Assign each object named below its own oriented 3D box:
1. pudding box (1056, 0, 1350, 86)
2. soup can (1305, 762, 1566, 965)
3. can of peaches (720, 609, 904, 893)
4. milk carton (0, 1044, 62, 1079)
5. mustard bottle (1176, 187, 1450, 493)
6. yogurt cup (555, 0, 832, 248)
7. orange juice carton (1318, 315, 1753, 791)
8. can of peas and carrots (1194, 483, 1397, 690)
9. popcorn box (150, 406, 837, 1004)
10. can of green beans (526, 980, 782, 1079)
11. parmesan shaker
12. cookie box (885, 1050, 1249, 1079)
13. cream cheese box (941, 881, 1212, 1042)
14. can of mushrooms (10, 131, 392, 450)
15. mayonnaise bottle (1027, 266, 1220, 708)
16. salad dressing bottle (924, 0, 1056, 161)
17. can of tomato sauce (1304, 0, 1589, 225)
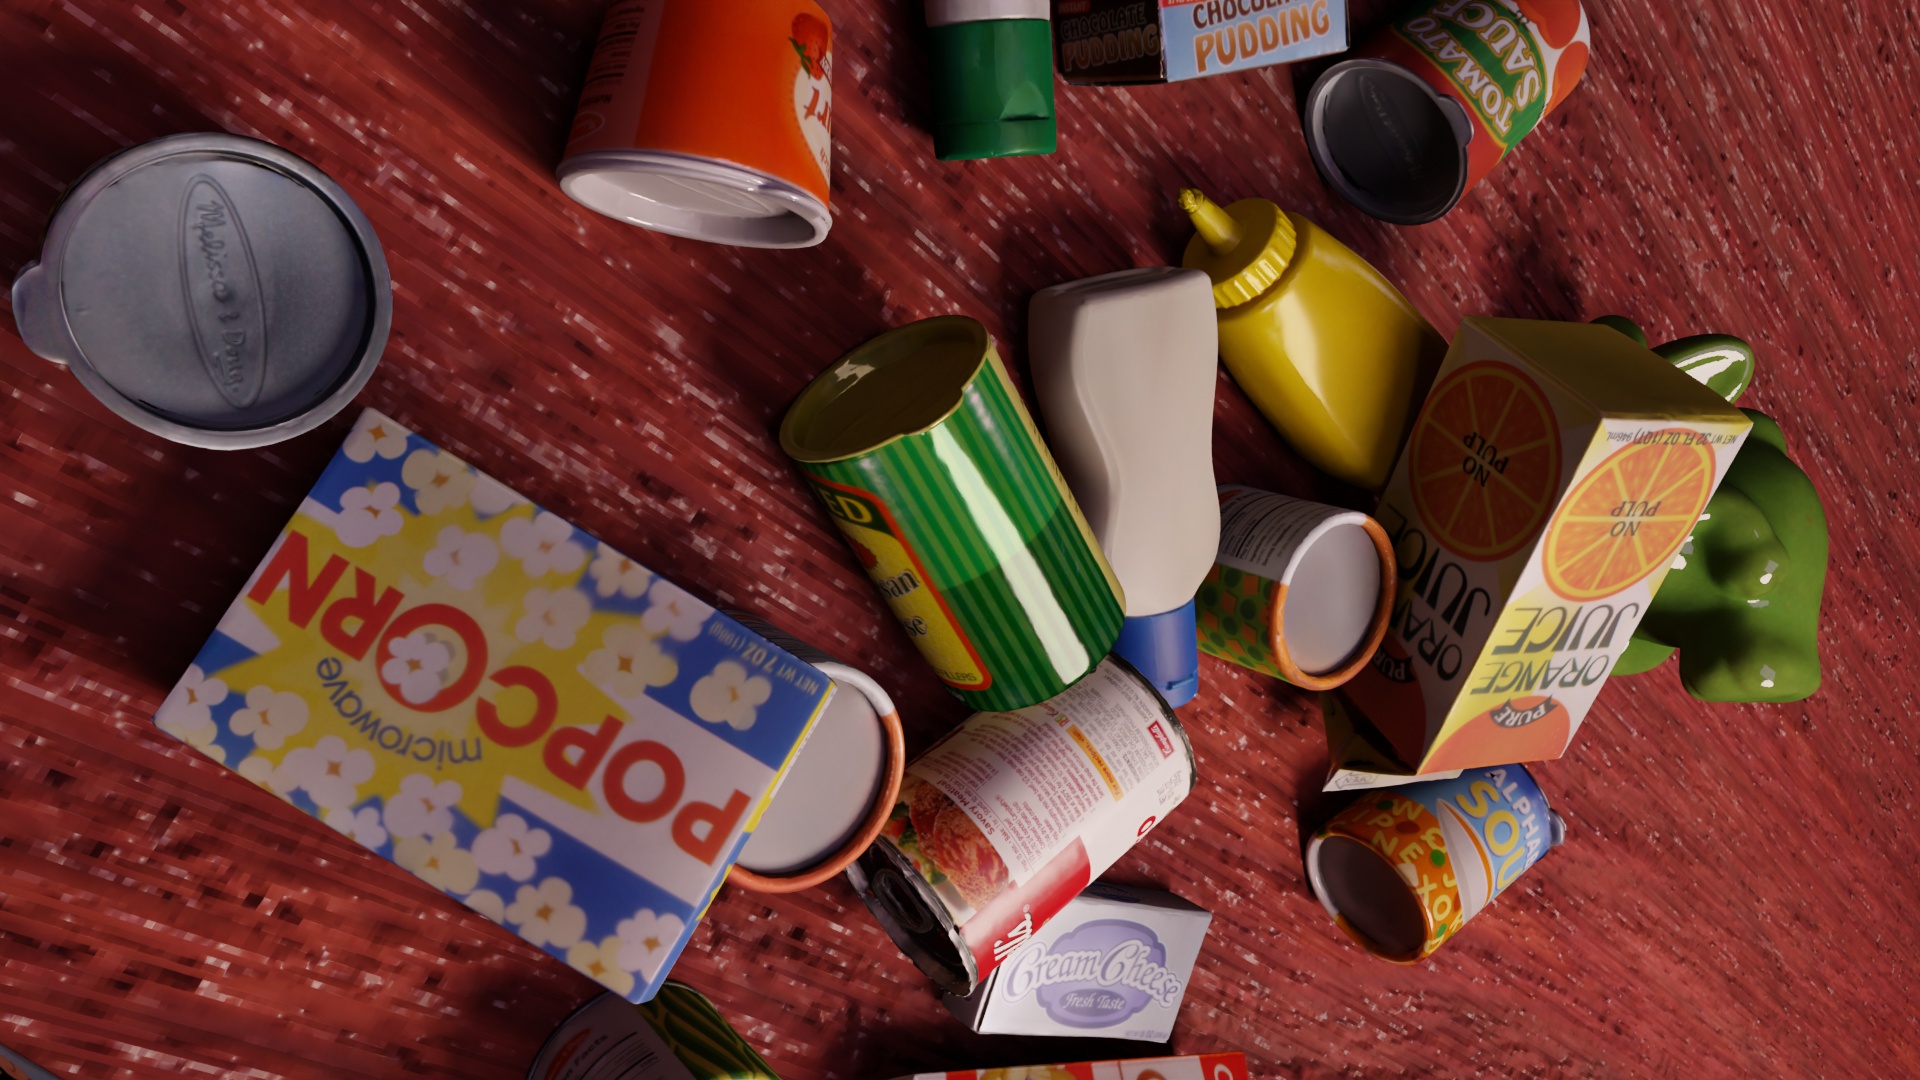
[{"bbox_3d":[0.078,-0.165,0.445,0.084,0.050,0.030,-20,114,-31],"label":"pudding box"},{"bbox_3d":[0.201,0.130,0.590,0.084,0.071,0.071,-28,116,-28],"label":"soup can"},{"bbox_3d":[-0.058,0.060,0.392,0.071,0.058,0.071,-9,106,-35],"label":"can of peaches"},{"bbox_3d":[-0.245,0.119,0.261,0.074,0.072,0.190,-47,125,-18],"label":"milk carton"},{"bbox_3d":[0.123,-0.078,0.498,0.160,0.049,0.065,38,86,-35],"label":"mustard bottle"},{"bbox_3d":[-0.063,-0.108,0.347,0.072,0.072,0.054,10,87,-37],"label":"yogurt cup"},{"bbox_3d":[0.196,0.020,0.514,0.072,0.073,0.191,-1,124,-25],"label":"orange juice carton"},{"bbox_3d":[0.118,0.018,0.511,0.071,0.059,0.070,-9,107,-34],"label":"can of peas and carrots"},{"bbox_3d":[-0.104,0.038,0.327,0.127,0.038,0.085,31,81,-2],"label":"popcorn box"},{"bbox_3d":[-0.084,0.170,0.398,0.071,0.058,0.071,-10,107,-34],"label":"can of green beans"},{"bbox_3d":[0.001,-0.005,0.412,0.071,0.071,0.102,-43,122,-20],"label":"parmesan shaker"},{"bbox_3d":[0.046,0.248,0.485,0.167,0.040,0.123,13,57,-37],"label":"cookie box"},{"bbox_3d":[0.045,0.153,0.510,0.104,0.024,0.053,19,89,-38],"label":"cream cheese box"},{"bbox_3d":[-0.165,-0.055,0.303,0.071,0.033,0.071,-10,107,-34],"label":"can of mushrooms"},{"bbox_3d":[0.059,-0.015,0.472,0.065,0.041,0.147,-17,112,-31],"label":"mayonnaise bottle"},{"bbox_3d":[0.006,-0.184,0.391,0.064,0.044,0.147,-14,109,-32],"label":"salad dressing bottle"},{"bbox_3d":[0.178,-0.166,0.505,0.083,0.071,0.071,-42,122,-22],"label":"can of tomato sauce"}]
